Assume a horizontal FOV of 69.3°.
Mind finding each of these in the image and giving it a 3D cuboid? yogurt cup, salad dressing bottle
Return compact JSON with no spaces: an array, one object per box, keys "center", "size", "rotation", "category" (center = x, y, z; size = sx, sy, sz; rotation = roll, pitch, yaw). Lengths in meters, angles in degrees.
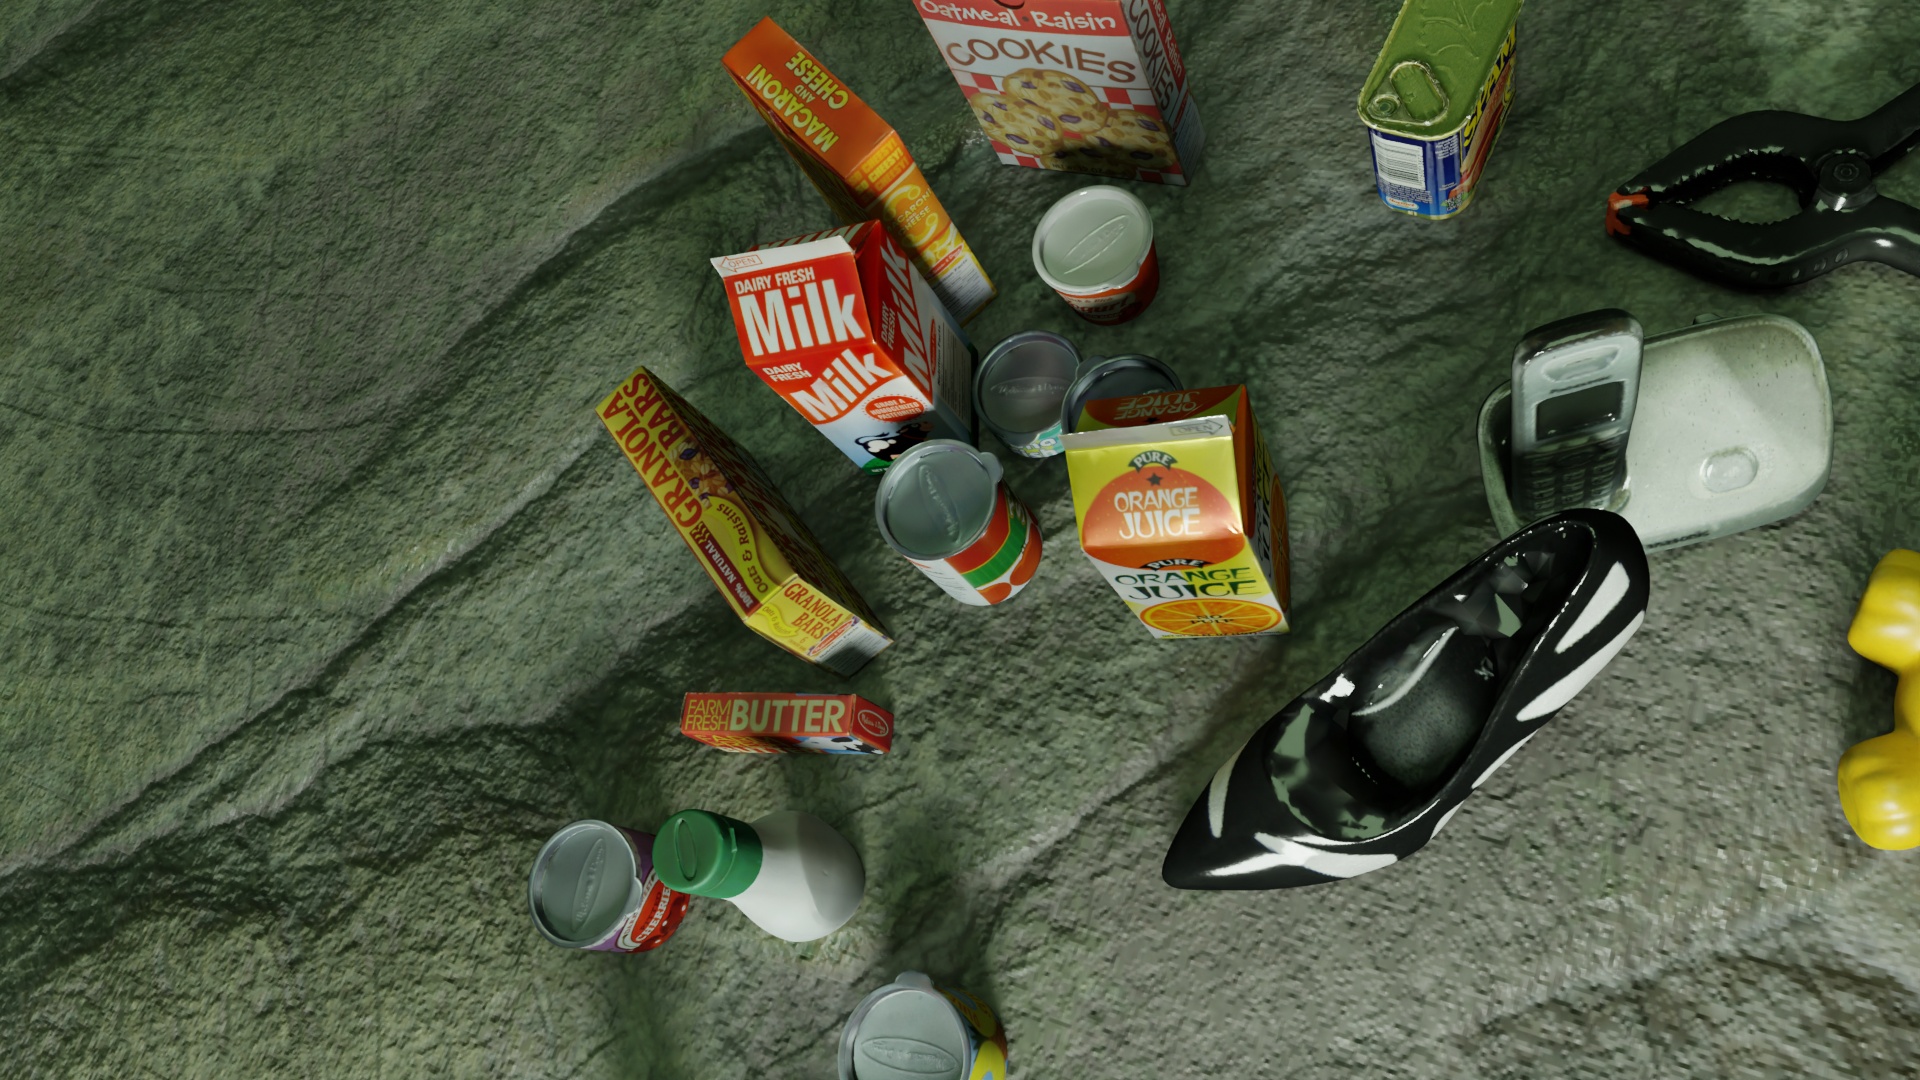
[{"center":[0.080,-0.157,0.781],"size":[0.072,0.054,0.072],"rotation":[-7,68,18],"category":"yogurt cup"},{"center":[-0.095,0.158,0.673],"size":[0.044,0.147,0.064],"rotation":[-21,65,13],"category":"salad dressing bottle"}]

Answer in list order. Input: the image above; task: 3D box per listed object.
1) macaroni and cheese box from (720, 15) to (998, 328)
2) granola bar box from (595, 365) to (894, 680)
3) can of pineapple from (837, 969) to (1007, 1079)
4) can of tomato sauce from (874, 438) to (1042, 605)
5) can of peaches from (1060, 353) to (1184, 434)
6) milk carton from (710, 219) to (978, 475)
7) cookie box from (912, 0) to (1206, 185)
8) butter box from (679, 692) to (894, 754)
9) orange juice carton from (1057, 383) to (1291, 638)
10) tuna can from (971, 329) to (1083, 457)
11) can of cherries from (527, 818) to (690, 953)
[{"center":[-0.054,-0.201,0.785],"size":[0.040,0.166,0.124],"rotation":[-43,62,1],"category":"macaroni and cheese box"},{"center":[-0.118,-0.007,0.758],"size":[0.039,0.124,0.166],"rotation":[-41,62,2],"category":"granola bar box"},{"center":[-0.016,0.244,0.661],"size":[0.071,0.057,0.071],"rotation":[-7,68,18],"category":"can of pineapple"},{"center":[0.003,-0.009,0.737],"size":[0.071,0.083,0.071],"rotation":[-7,68,18],"category":"can of tomato sauce"},{"center":[0.091,-0.059,0.737],"size":[0.071,0.058,0.071],"rotation":[-7,68,18],"category":"can of peaches"},{"center":[-0.055,-0.106,0.735],"size":[0.072,0.190,0.073],"rotation":[-7,68,19],"category":"milk carton"},{"center":[0.057,-0.262,0.766],"size":[0.123,0.167,0.040],"rotation":[15,77,25],"category":"cookie box"},{"center":[-0.094,0.099,0.749],"size":[0.103,0.053,0.024],"rotation":[-2,70,20],"category":"butter box"},{"center":[0.104,-0.015,0.639],"size":[0.072,0.192,0.073],"rotation":[-4,69,20],"category":"orange juice carton"},{"center":[0.042,-0.079,0.778],"size":[0.071,0.032,0.071],"rotation":[-7,68,18],"category":"tuna can"},{"center":[-0.186,0.188,0.747],"size":[0.071,0.058,0.072],"rotation":[-7,68,18],"category":"can of cherries"}]
